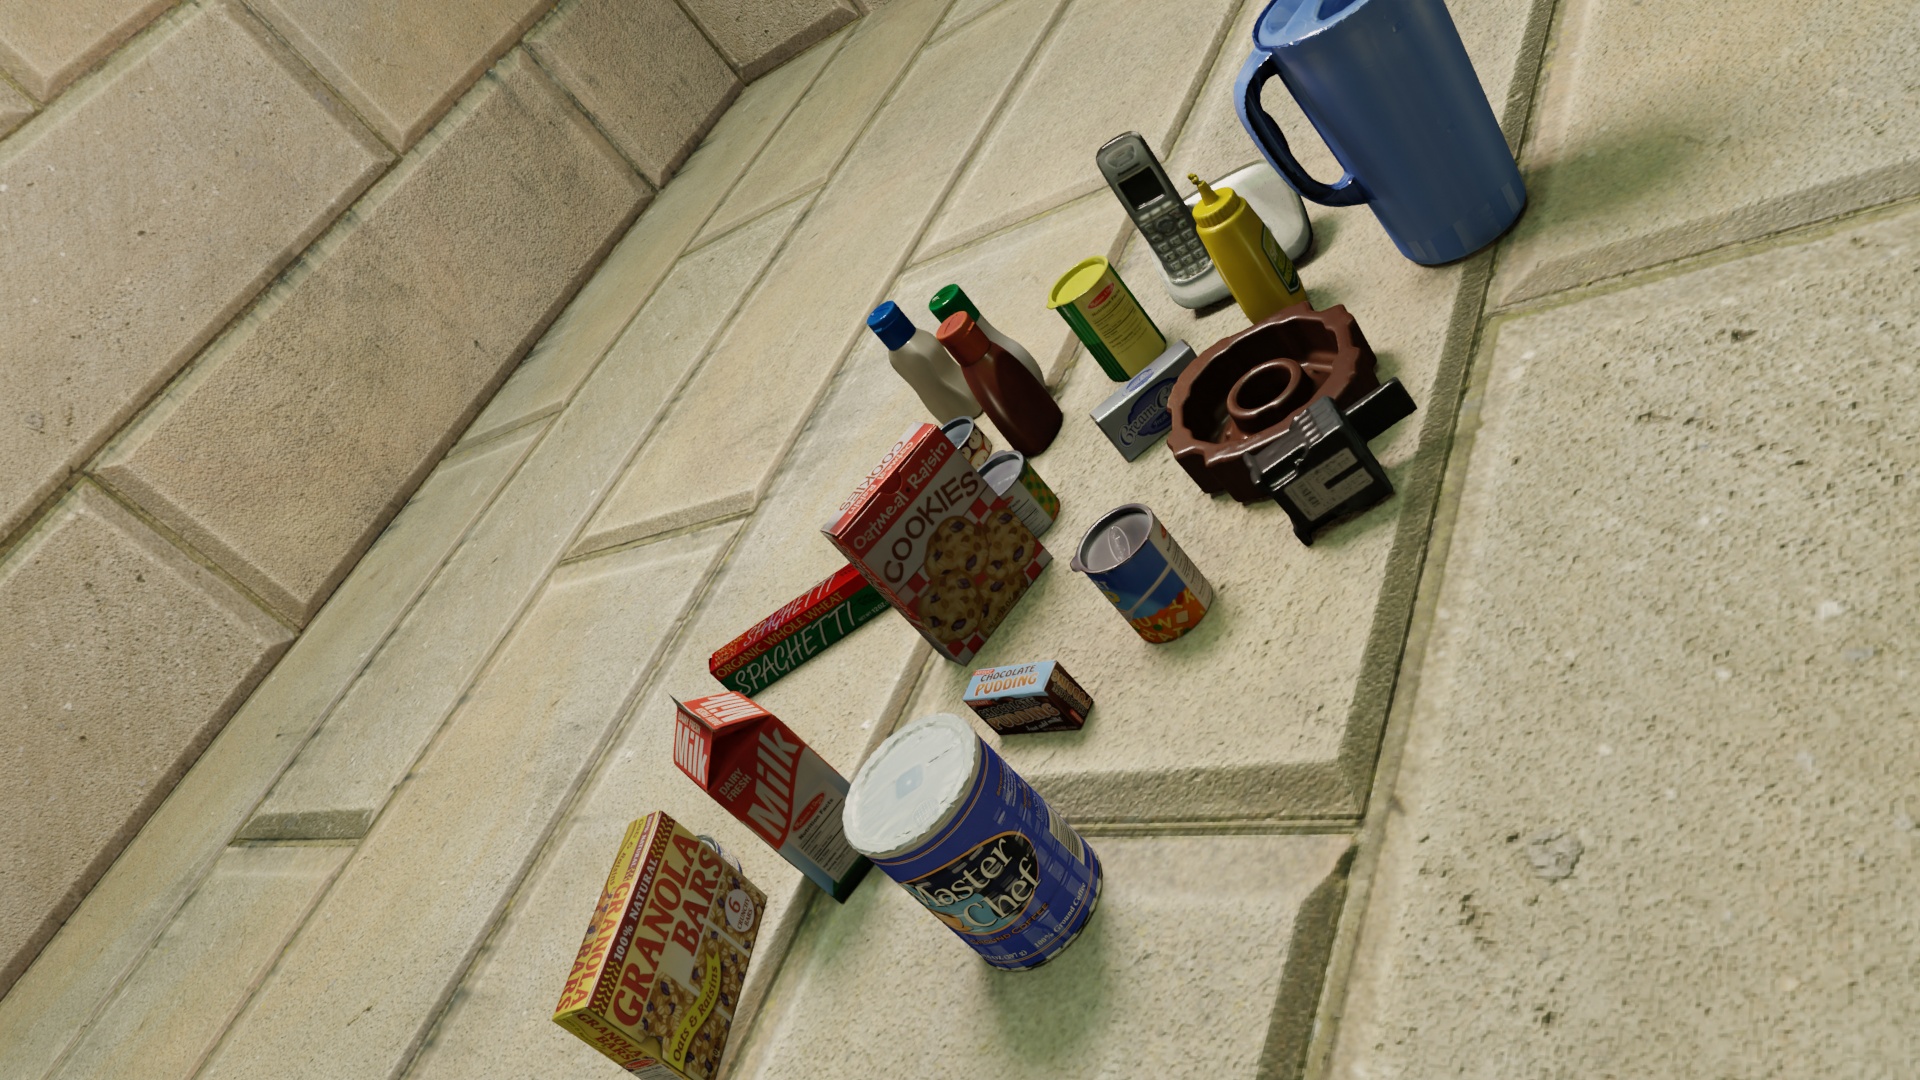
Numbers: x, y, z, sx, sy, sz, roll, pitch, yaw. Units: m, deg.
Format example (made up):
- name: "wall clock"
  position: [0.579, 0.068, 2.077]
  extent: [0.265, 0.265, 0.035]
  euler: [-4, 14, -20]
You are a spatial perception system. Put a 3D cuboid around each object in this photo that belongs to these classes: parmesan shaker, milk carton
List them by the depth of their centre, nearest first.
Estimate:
- name: "milk carton"
  position: [-0.140, 0.178, 1.025]
  extent: [0.073, 0.190, 0.072]
  euler: [-50, 29, -14]
- name: "parmesan shaker"
  position: [0.136, -0.205, 1.301]
  extent: [0.071, 0.103, 0.072]
  euler: [-31, 31, 21]

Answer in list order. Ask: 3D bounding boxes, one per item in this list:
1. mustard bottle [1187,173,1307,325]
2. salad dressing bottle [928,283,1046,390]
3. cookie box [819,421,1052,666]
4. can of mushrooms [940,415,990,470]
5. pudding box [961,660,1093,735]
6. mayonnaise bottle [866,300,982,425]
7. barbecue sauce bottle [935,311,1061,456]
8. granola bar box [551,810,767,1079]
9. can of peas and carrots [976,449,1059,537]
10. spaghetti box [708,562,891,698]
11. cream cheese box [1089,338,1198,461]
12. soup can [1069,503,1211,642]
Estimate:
- name: "mustard bottle"
  position: [0.238, -0.248, 1.175]
  extent: [0.048, 0.160, 0.066]
  euler: [-22, 34, 32]
- name: "salad dressing bottle"
  position: [0.026, -0.187, 1.365]
  extent: [0.064, 0.147, 0.044]
  euler: [-22, 34, 32]
- name: "cookie box"
  position: [-0.017, 0.003, 1.136]
  extent: [0.123, 0.167, 0.040]
  euler: [-50, 29, -15]
- name: "can of mushrooms"
  position: [-0.005, -0.088, 1.387]
  extent: [0.071, 0.033, 0.071]
  euler: [-30, 31, 20]
- name: "pudding box"
  position: [0.049, 0.116, 1.024]
  extent: [0.083, 0.049, 0.030]
  euler: [-12, 41, 43]
- name: "mayonnaise bottle"
  position: [-0.037, -0.183, 1.437]
  extent: [0.064, 0.147, 0.041]
  euler: [-11, 41, 44]
- name: "barbecue sauce bottle"
  position: [0.035, -0.149, 1.301]
  extent: [0.043, 0.148, 0.065]
  euler: [-12, 41, 43]
- name: "granola bar box"
  position: [-0.213, 0.301, 1.016]
  extent: [0.039, 0.124, 0.166]
  euler: [-25, 33, 29]
- name: "can of peas and carrots"
  position: [0.045, -0.038, 1.230]
  extent: [0.071, 0.058, 0.071]
  euler: [-30, 31, 20]
- name: "spaghetti box"
  position: [-0.128, 0.070, 1.305]
  extent: [0.249, 0.050, 0.029]
  euler: [-33, 30, 16]
- name: "cream cheese box"
  position: [0.168, -0.120, 1.197]
  extent: [0.104, 0.053, 0.024]
  euler: [-39, 29, 6]
- name: "soup can"
  position: [0.132, 0.026, 1.010]
  extent: [0.071, 0.083, 0.072]
  euler: [-31, 31, 20]
